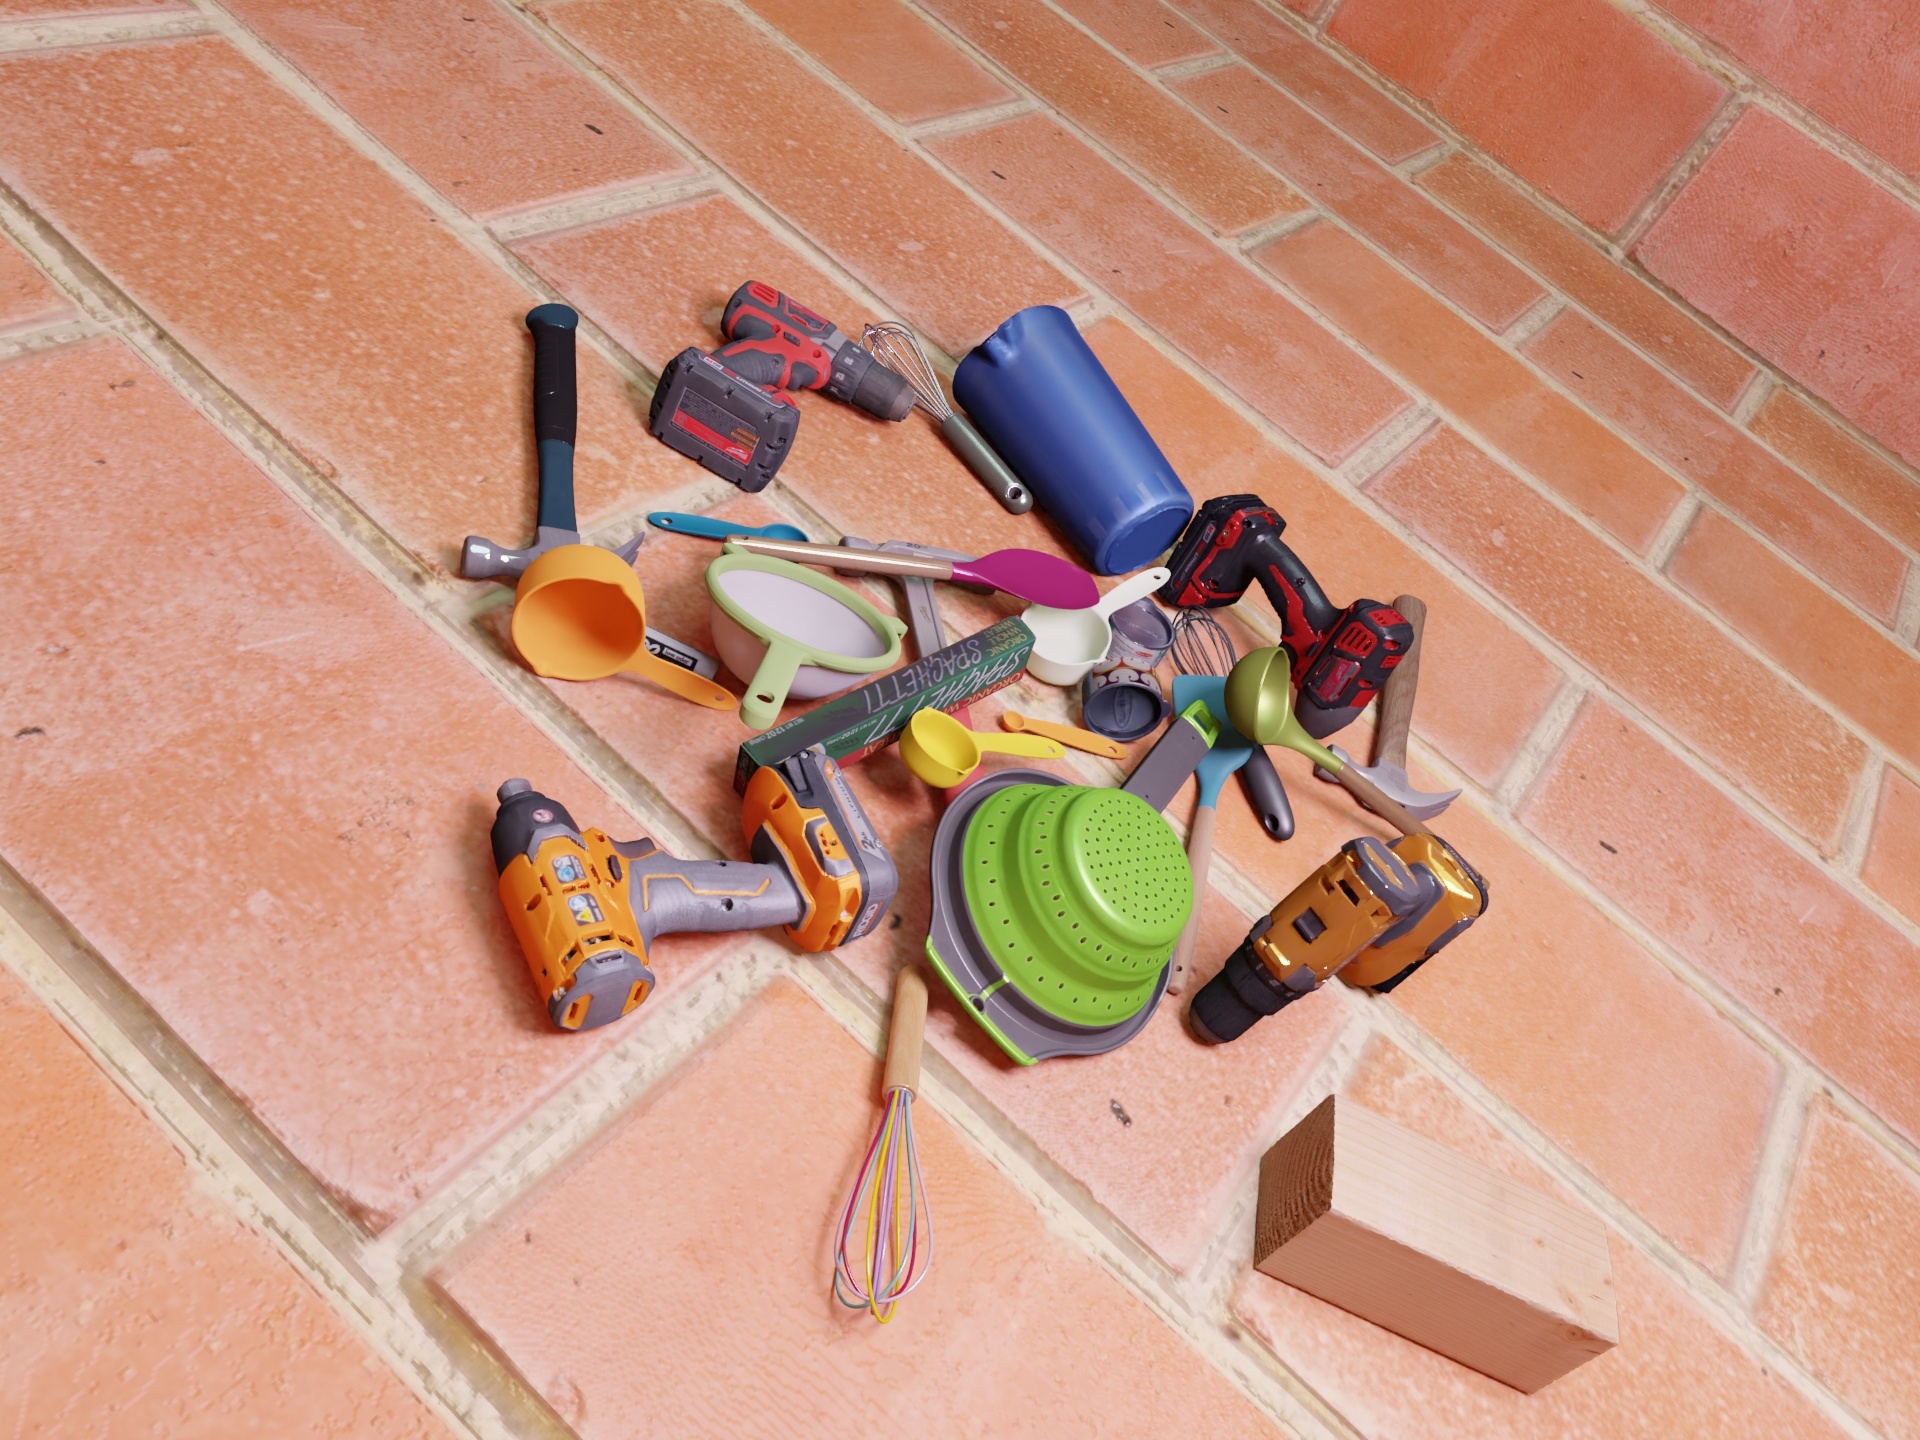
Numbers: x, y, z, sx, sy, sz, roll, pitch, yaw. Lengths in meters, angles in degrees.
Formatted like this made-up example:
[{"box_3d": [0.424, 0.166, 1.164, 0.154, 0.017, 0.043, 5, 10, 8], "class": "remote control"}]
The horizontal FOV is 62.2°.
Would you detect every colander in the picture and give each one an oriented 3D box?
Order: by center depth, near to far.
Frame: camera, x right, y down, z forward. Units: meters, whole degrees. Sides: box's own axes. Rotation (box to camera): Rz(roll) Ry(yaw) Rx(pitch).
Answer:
[{"box_3d": [0.126, 0.073, 1.120, 0.204, 0.094, 0.397, 50, 42, -4], "class": "colander"}]

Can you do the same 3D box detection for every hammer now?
[{"box_3d": [-0.002, -0.004, 1.209, 0.149, 0.036, 0.359, 9, 45, -25], "class": "hammer"}, {"box_3d": [-0.314, -0.218, 1.228, 0.128, 0.033, 0.331, 9, 45, -24], "class": "hammer"}, {"box_3d": [0.413, -0.021, 1.492, 0.130, 0.031, 0.331, 30, 40, -2], "class": "hammer"}]

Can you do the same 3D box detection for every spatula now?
[{"box_3d": [0.186, 0.081, 1.236, 0.082, 0.044, 0.318, 6, 42, 11], "class": "spatula"}]

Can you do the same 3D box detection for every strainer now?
[{"box_3d": [-0.127, -0.034, 1.103, 0.151, 0.069, 0.256, 24, 24, -7], "class": "strainer"}]

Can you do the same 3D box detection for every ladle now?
[{"box_3d": [0.335, 0.050, 1.302, 0.320, 0.062, 0.078, 37, 62, -19], "class": "ladle"}]

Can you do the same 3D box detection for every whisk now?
[{"box_3d": [-0.038, 0.242, 0.941, 0.047, 0.051, 0.245, 40, 31, -24], "class": "whisk"}, {"box_3d": [0.231, 0.000, 1.349, 0.055, 0.055, 0.239, 3, 53, -31], "class": "whisk"}, {"box_3d": [-0.014, -0.282, 1.478, 0.058, 0.059, 0.246, -38, 75, -4], "class": "whisk"}]

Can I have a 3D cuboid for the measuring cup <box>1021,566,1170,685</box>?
[{"box_3d": [0.116, -0.083, 1.335, 0.167, 0.038, 0.083, -31, 63, -32], "class": "measuring cup"}]

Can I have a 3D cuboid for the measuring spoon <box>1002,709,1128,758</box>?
[{"box_3d": [0.083, 0.014, 1.267, 0.116, 0.011, 0.021, 16, 43, -24], "class": "measuring spoon"}]

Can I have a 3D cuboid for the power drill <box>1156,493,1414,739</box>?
[{"box_3d": [0.283, -0.088, 1.404, 0.078, 0.143, 0.220, -10, 49, -44], "class": "power drill"}]

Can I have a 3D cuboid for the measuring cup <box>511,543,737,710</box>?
[{"box_3d": [-0.227, -0.059, 1.102, 0.173, 0.095, 0.052, 29, 29, -34], "class": "measuring cup"}]

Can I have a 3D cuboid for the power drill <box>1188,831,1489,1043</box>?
[{"box_3d": [0.271, 0.158, 1.144, 0.226, 0.185, 0.084, 3, 45, -56], "class": "power drill"}]

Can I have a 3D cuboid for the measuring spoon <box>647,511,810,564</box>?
[{"box_3d": [-0.183, -0.143, 1.254, 0.128, 0.021, 0.042, 9, 45, -12], "class": "measuring spoon"}]

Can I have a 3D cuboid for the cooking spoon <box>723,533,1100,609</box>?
[{"box_3d": [-0.033, -0.122, 1.264, 0.318, 0.017, 0.069, 5, 46, -23], "class": "cooking spoon"}]

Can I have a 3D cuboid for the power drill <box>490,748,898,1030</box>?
[{"box_3d": [-0.171, 0.087, 0.979, 0.226, 0.084, 0.164, -11, 56, -35], "class": "power drill"}]

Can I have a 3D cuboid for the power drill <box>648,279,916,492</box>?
[{"box_3d": [-0.147, -0.285, 1.372, 0.188, 0.080, 0.227, 30, 37, -3], "class": "power drill"}]

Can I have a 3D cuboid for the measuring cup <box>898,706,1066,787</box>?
[{"box_3d": [0.018, 0.025, 1.151, 0.156, 0.029, 0.062, 5, 45, -45], "class": "measuring cup"}]
